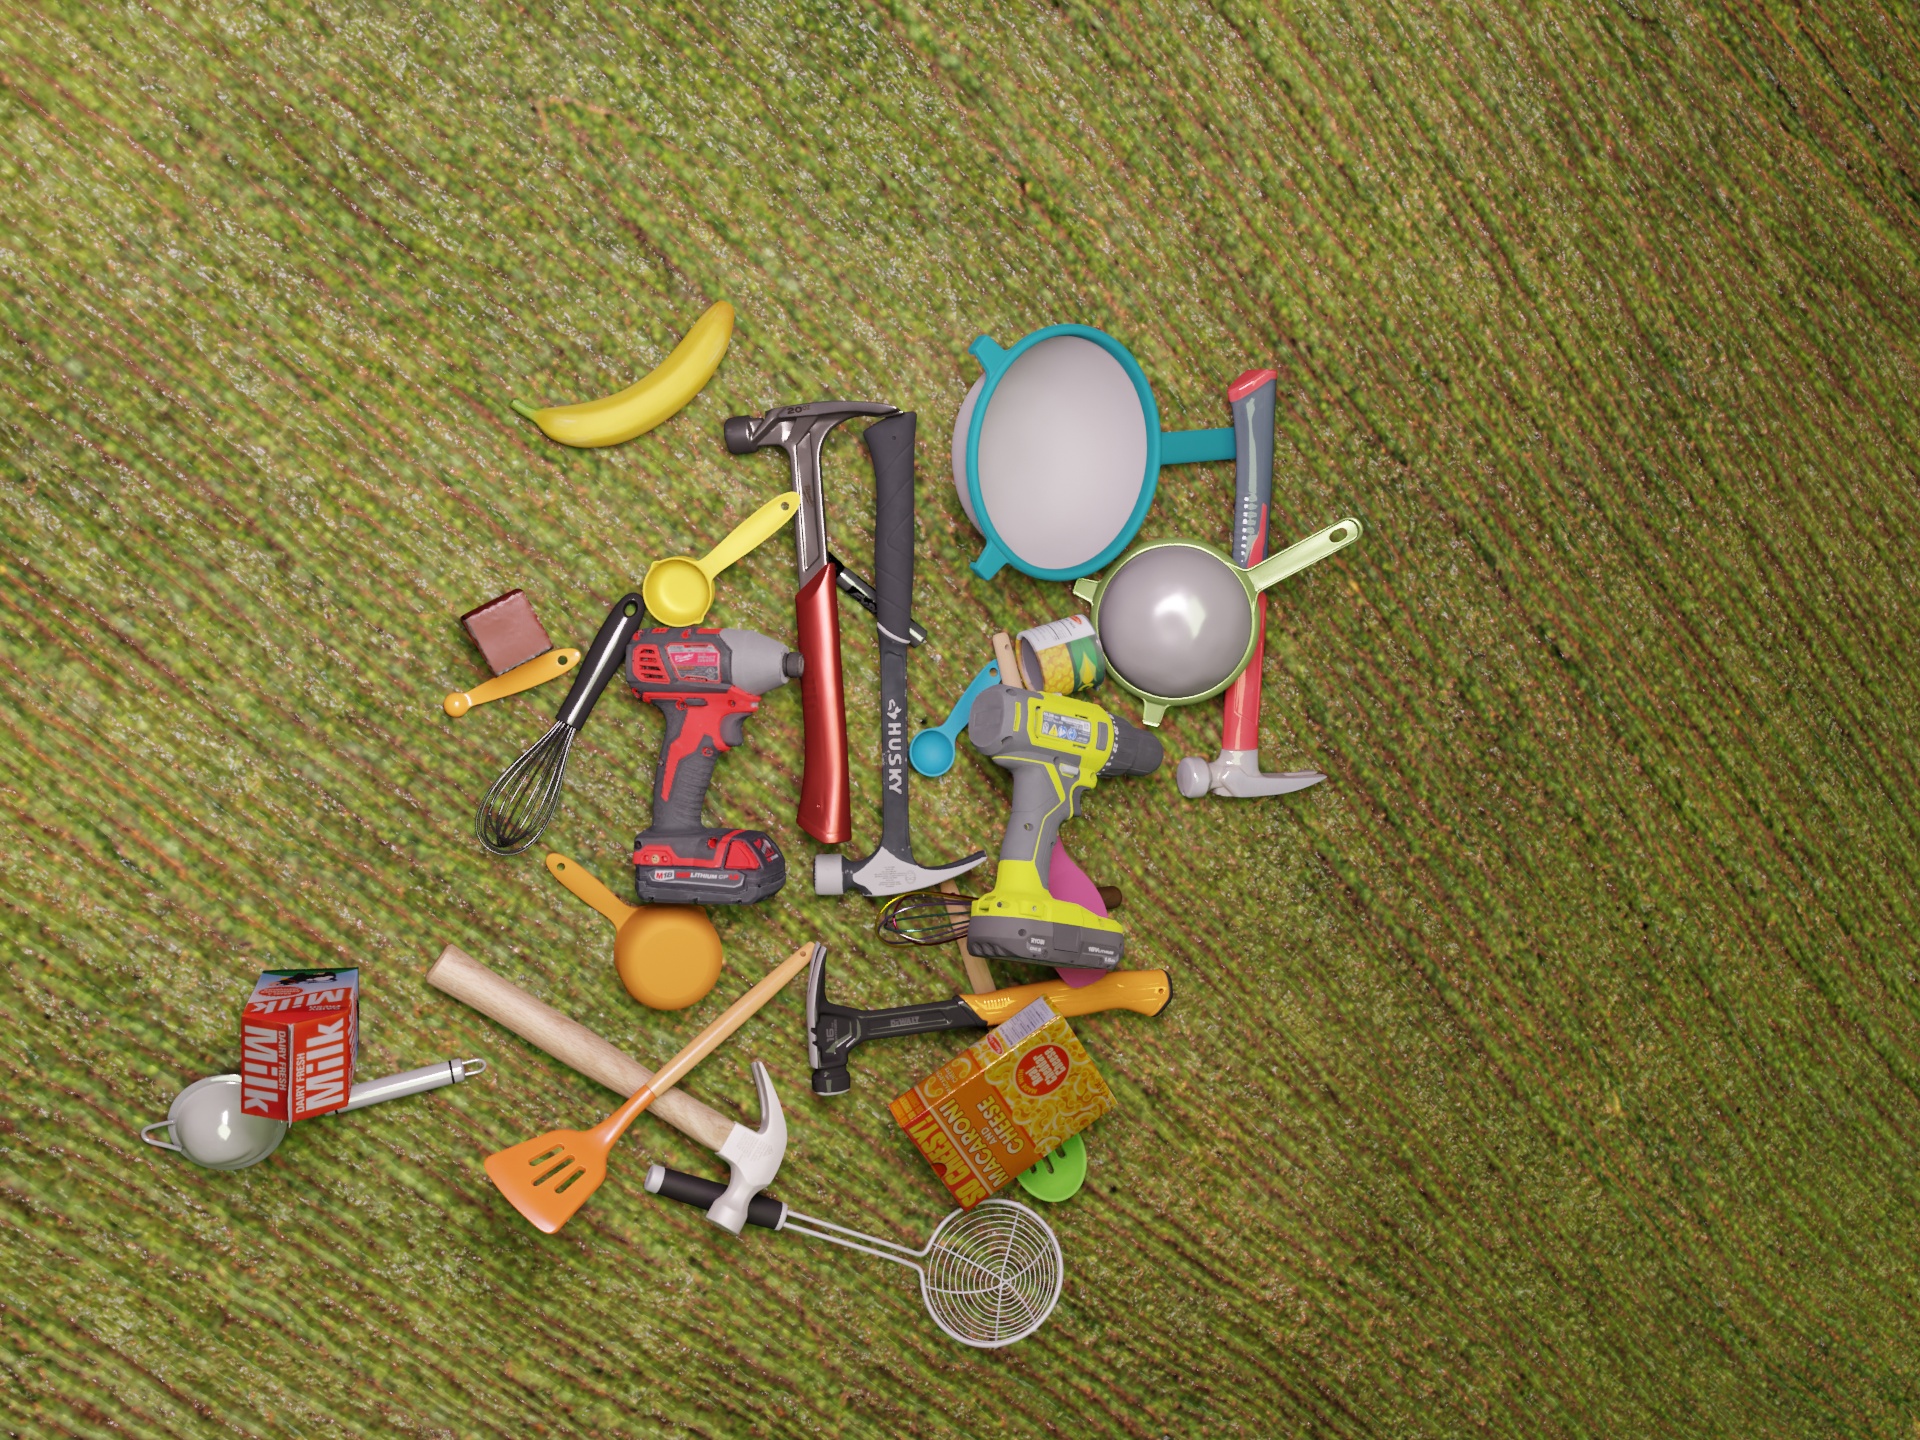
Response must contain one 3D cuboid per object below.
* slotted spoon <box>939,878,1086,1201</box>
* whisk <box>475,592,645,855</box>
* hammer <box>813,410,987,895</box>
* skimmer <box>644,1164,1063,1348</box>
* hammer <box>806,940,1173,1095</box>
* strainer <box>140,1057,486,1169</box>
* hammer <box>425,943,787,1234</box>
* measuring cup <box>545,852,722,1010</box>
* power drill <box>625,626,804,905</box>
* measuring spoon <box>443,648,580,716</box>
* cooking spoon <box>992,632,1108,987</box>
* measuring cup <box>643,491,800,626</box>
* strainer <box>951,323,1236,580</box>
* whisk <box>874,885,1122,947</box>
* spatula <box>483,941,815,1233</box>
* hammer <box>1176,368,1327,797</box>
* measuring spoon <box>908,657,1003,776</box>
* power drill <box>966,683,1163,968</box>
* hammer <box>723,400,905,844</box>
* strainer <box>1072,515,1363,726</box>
[{"bbox_3d":[0.040,0.286,1.430,0.070,0.031,0.313,-22,99,-15],"label":"slotted spoon"},{"bbox_3d":[-0.319,0.000,1.285,0.055,0.055,0.239,30,80,-18],"label":"whisk"},{"bbox_3d":[-0.051,-0.053,1.342,0.149,0.036,0.409,0,97,-4],"label":"hammer"},{"bbox_3d":[-0.089,0.439,1.367,0.363,0.090,0.127,22,60,-16],"label":"skimmer"},{"bbox_3d":[0.030,0.244,1.395,0.336,0.034,0.127,-3,93,-19],"label":"hammer"},{"bbox_3d":[-0.505,0.303,1.252,0.258,0.050,0.086,-12,114,-20],"label":"strainer"},{"bbox_3d":[-0.287,0.283,1.310,0.331,0.031,0.130,36,65,-12],"label":"hammer"},{"bbox_3d":[-0.270,0.169,1.306,0.173,0.052,0.095,43,81,-18],"label":"measuring cup"},{"bbox_3d":[-0.196,0.034,1.287,0.143,0.078,0.219,1,93,10],"label":"power drill"},{"bbox_3d":[-0.359,-0.031,1.272,0.117,0.011,0.021,-23,93,-2],"label":"measuring spoon"},{"bbox_3d":[0.074,0.078,1.401,0.068,0.017,0.319,-14,90,-28],"label":"cooking spoon"},{"bbox_3d":[-0.190,-0.136,1.296,0.156,0.029,0.062,-37,98,9],"label":"measuring cup"},{"bbox_3d":[0.115,-0.238,1.388,0.340,0.095,0.211,-11,107,-37],"label":"strainer"},{"bbox_3d":[0.037,0.165,1.397,0.245,0.051,0.047,-4,84,-27],"label":"whisk"},{"bbox_3d":[-0.234,0.283,1.293,0.081,0.041,0.322,40,60,18],"label":"spatula"},{"bbox_3d":[0.276,-0.122,1.446,0.143,0.038,0.386,-2,101,-19],"label":"hammer"},{"bbox_3d":[-0.002,-0.004,1.401,0.042,0.021,0.129,42,73,-13],"label":"measuring spoon"},{"bbox_3d":[0.090,0.093,1.354,0.190,0.080,0.229,13,76,-34],"label":"power drill"},{"bbox_3d":[-0.108,-0.079,1.306,0.149,0.036,0.359,-3,93,13],"label":"hammer"},{"bbox_3d":[0.231,-0.108,1.378,0.256,0.069,0.151,-28,92,13],"label":"strainer"}]
